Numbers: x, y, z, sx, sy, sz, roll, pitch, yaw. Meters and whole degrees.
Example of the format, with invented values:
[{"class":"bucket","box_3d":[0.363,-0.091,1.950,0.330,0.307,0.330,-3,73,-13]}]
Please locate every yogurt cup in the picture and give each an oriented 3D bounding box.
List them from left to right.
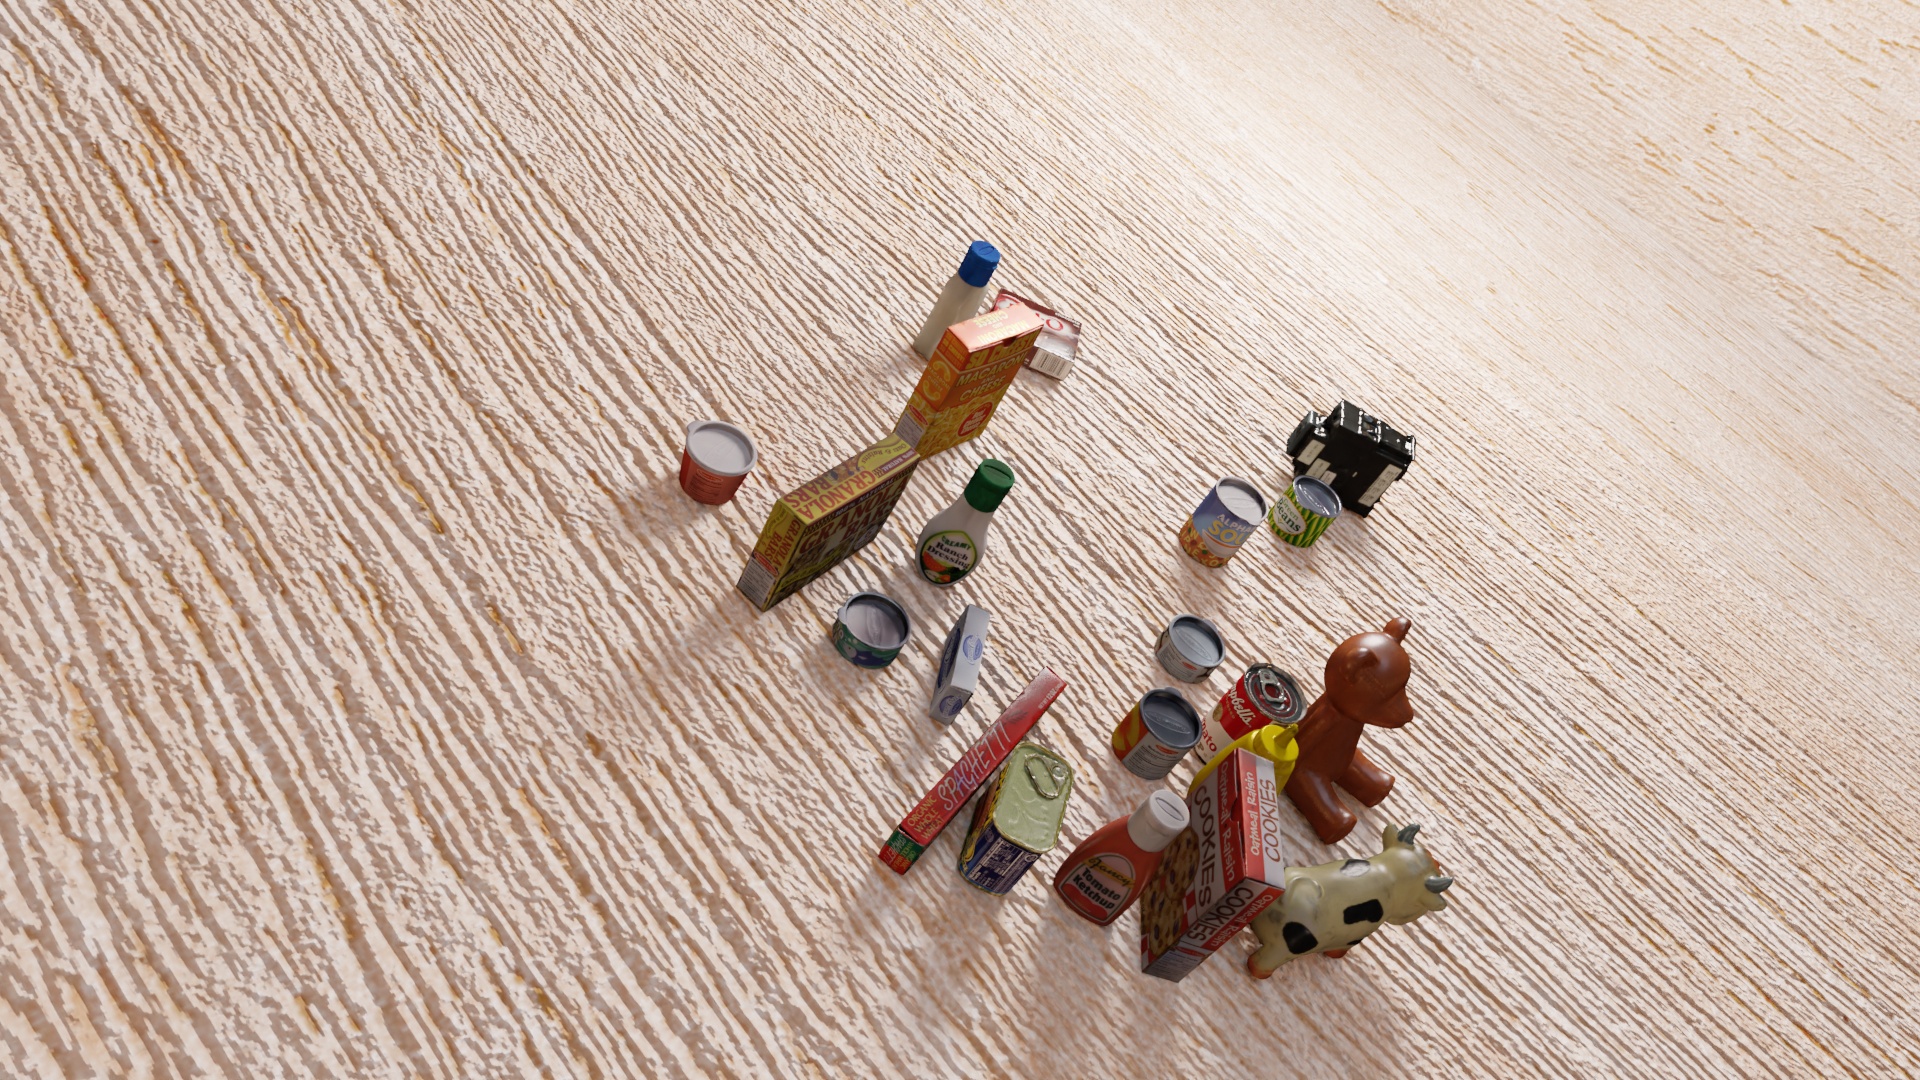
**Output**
[{"class":"yogurt cup","box_3d":[-0.230,-0.070,1.298,0.072,0.053,0.073,17,44,-16]}]

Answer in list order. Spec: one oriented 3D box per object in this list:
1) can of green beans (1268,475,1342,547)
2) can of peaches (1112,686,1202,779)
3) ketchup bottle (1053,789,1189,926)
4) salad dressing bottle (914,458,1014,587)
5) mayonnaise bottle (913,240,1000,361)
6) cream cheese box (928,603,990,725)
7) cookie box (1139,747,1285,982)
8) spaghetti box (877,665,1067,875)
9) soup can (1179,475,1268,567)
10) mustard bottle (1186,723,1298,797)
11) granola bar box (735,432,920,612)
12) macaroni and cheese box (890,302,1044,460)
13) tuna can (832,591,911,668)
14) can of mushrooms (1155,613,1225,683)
[{"class":"can of green beans","box_3d":[0.405,-0.034,1.636,0.071,0.057,0.071,17,44,-16]},{"class":"can of peaches","box_3d":[0.184,0.180,1.300,0.071,0.057,0.071,17,44,-16]},{"class":"ketchup bottle","box_3d":[0.134,0.255,1.130,0.065,0.148,0.044,37,42,6]},{"class":"salad dressing bottle","box_3d":[0.005,-0.016,1.315,0.064,0.146,0.044,26,42,-7]},{"class":"mayonnaise bottle","box_3d":[-0.001,-0.268,1.554,0.041,0.147,0.065,43,43,12]},{"class":"cream cheese box","box_3d":[-0.001,0.112,1.259,0.024,0.053,0.104,24,42,-9]},{"class":"cookie box","box_3d":[0.202,0.268,1.144,0.040,0.166,0.123,20,43,-13]},{"class":"spaghetti box","box_3d":[0.015,0.193,1.193,0.029,0.050,0.251,40,42,9]},{"class":"soup can","box_3d":[0.291,-0.018,1.533,0.071,0.083,0.072,17,44,-16]},{"class":"mustard bottle","box_3d":[0.260,0.208,1.242,0.065,0.159,0.049,26,42,-7]},{"class":"granola bar box","box_3d":[-0.118,-0.017,1.261,0.039,0.123,0.166,42,43,12]},{"class":"macaroni and cheese box","box_3d":[0.006,-0.162,1.441,0.040,0.165,0.124,47,44,16]},{"class":"tuna can","box_3d":[-0.083,0.081,1.256,0.071,0.032,0.071,17,44,-16]},{"class":"can of mushrooms","box_3d":[0.235,0.110,1.416,0.071,0.033,0.071,17,44,-16]}]
